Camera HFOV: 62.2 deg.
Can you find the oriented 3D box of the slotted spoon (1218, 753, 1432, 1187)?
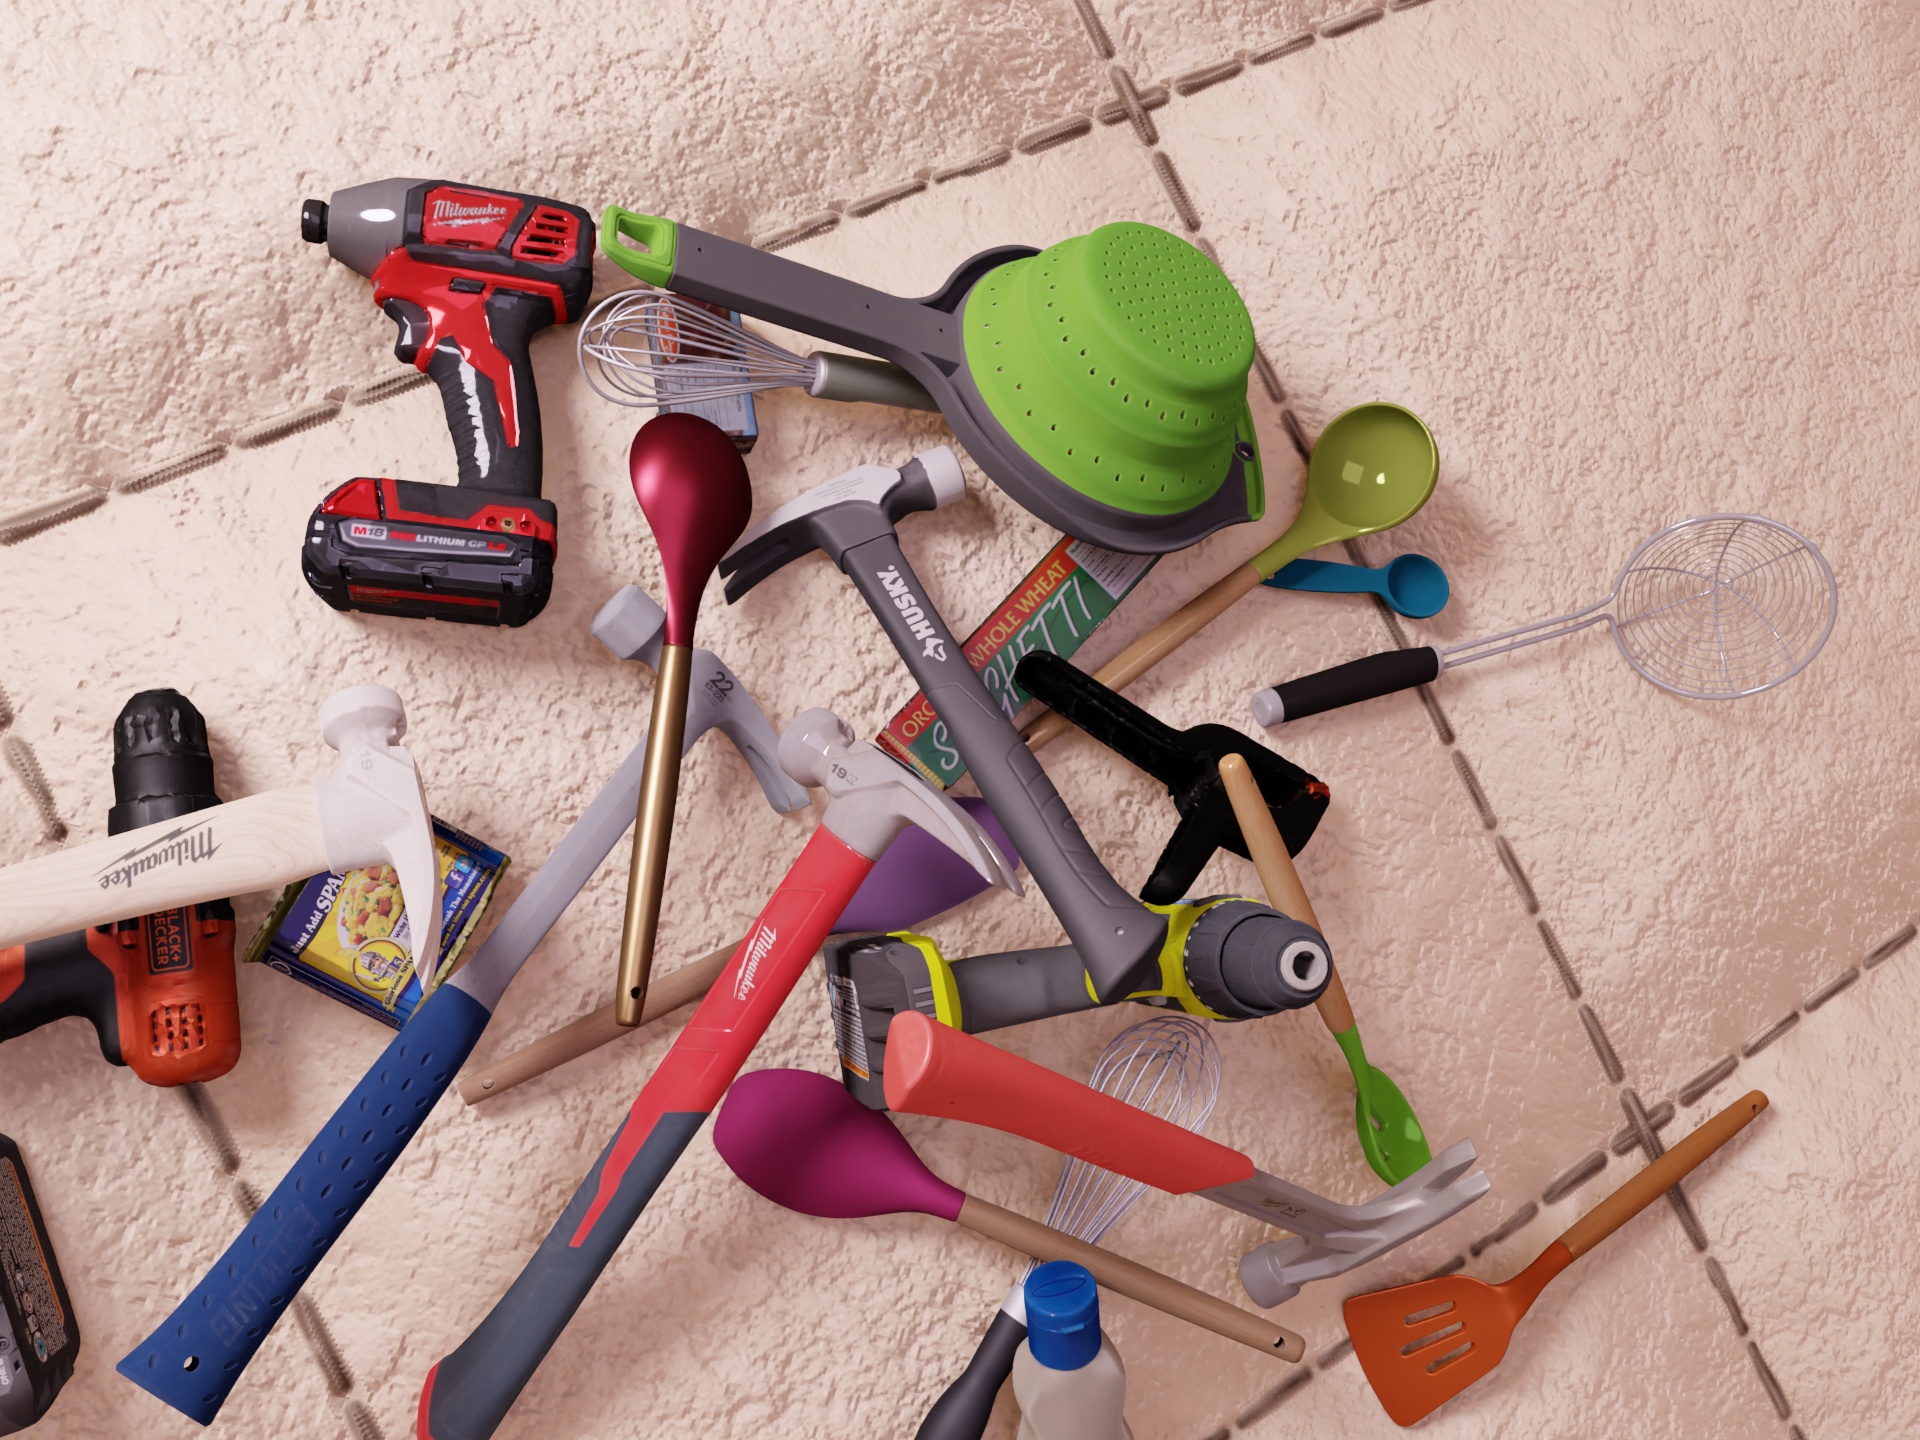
[{"bbox_3d":[0.197,0.143,0.856,0.313,0.031,0.070,63,27,-27],"label":"slotted spoon"}]

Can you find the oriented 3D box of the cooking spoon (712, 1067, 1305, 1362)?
[{"bbox_3d":[0.024,0.258,0.810,0.319,0.017,0.069,22,78,4],"label":"cooking spoon"}]

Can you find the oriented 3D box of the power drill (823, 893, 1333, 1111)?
[{"bbox_3d":[0.057,0.132,0.794,0.228,0.190,0.080,-8,86,-14],"label":"power drill"}]

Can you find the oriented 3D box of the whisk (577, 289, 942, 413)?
[{"bbox_3d":[-0.085,-0.184,0.844,0.246,0.058,0.059,1,115,-34],"label":"whisk"}]

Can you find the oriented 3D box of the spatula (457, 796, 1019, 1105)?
[{"bbox_3d":[-0.110,0.119,0.830,0.316,0.018,0.060,-25,90,-20],"label":"spatula"}]

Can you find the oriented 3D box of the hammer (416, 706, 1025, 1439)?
[{"bbox_3d":[-0.124,0.187,0.730,0.386,0.143,0.038,-57,145,2],"label":"hammer"}]

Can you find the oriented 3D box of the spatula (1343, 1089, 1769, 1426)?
[{"bbox_3d":[0.371,0.304,0.954,0.322,0.041,0.081,-25,90,-23],"label":"spatula"}]

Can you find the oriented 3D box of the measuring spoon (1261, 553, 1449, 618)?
[{"bbox_3d":[0.234,-0.083,0.971,0.128,0.021,0.042,5,70,-8],"label":"measuring spoon"}]

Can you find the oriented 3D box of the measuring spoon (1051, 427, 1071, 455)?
[{"bbox_3d":[0.049,-0.178,0.928,0.021,0.011,0.117,-14,83,-19],"label":"measuring spoon"}]

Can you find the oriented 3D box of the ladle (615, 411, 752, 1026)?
[{"bbox_3d":[-0.143,-0.010,0.776,0.069,0.031,0.316,14,71,-31],"label":"ladle"}]

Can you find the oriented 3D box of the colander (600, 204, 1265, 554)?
[{"bbox_3d":[0.018,-0.215,0.826,0.396,0.094,0.205,12,56,-25],"label":"colander"}]

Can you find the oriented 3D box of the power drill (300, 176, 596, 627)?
[{"bbox_3d":[-0.262,-0.165,0.794,0.143,0.078,0.220,6,78,-17],"label":"power drill"}]

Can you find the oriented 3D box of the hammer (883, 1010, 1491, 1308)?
[{"bbox_3d":[0.106,0.204,0.761,0.358,0.149,0.037,31,30,-37],"label":"hammer"}]

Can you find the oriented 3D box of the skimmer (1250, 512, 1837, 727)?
[{"bbox_3d":[0.354,-0.039,0.960,0.363,0.090,0.127,-15,118,-17],"label":"skimmer"}]

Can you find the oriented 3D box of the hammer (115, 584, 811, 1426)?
[{"bbox_3d":[-0.213,0.122,0.725,0.144,0.035,0.406,44,56,-18],"label":"hammer"}]

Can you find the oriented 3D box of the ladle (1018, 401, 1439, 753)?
[{"bbox_3d":[0.149,-0.078,0.917,0.320,0.062,0.078,-36,61,-14],"label":"ladle"}]

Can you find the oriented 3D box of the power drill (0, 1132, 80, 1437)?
[{"bbox_3d":[-0.508,0.259,0.656,0.223,0.080,0.171,-19,88,-16],"label":"power drill"}]

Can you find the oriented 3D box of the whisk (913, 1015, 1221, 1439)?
[{"bbox_3d":[0.053,0.281,0.840,0.070,0.070,0.285,35,78,-10],"label":"whisk"}]

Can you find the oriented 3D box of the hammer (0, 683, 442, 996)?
[{"bbox_3d":[-0.425,0.094,0.646,0.410,0.038,0.146,-14,60,-17],"label":"hammer"}]

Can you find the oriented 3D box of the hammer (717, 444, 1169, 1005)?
[{"bbox_3d":[-0.001,-0.003,0.783,0.146,0.035,0.335,-23,56,-13],"label":"hammer"}]
